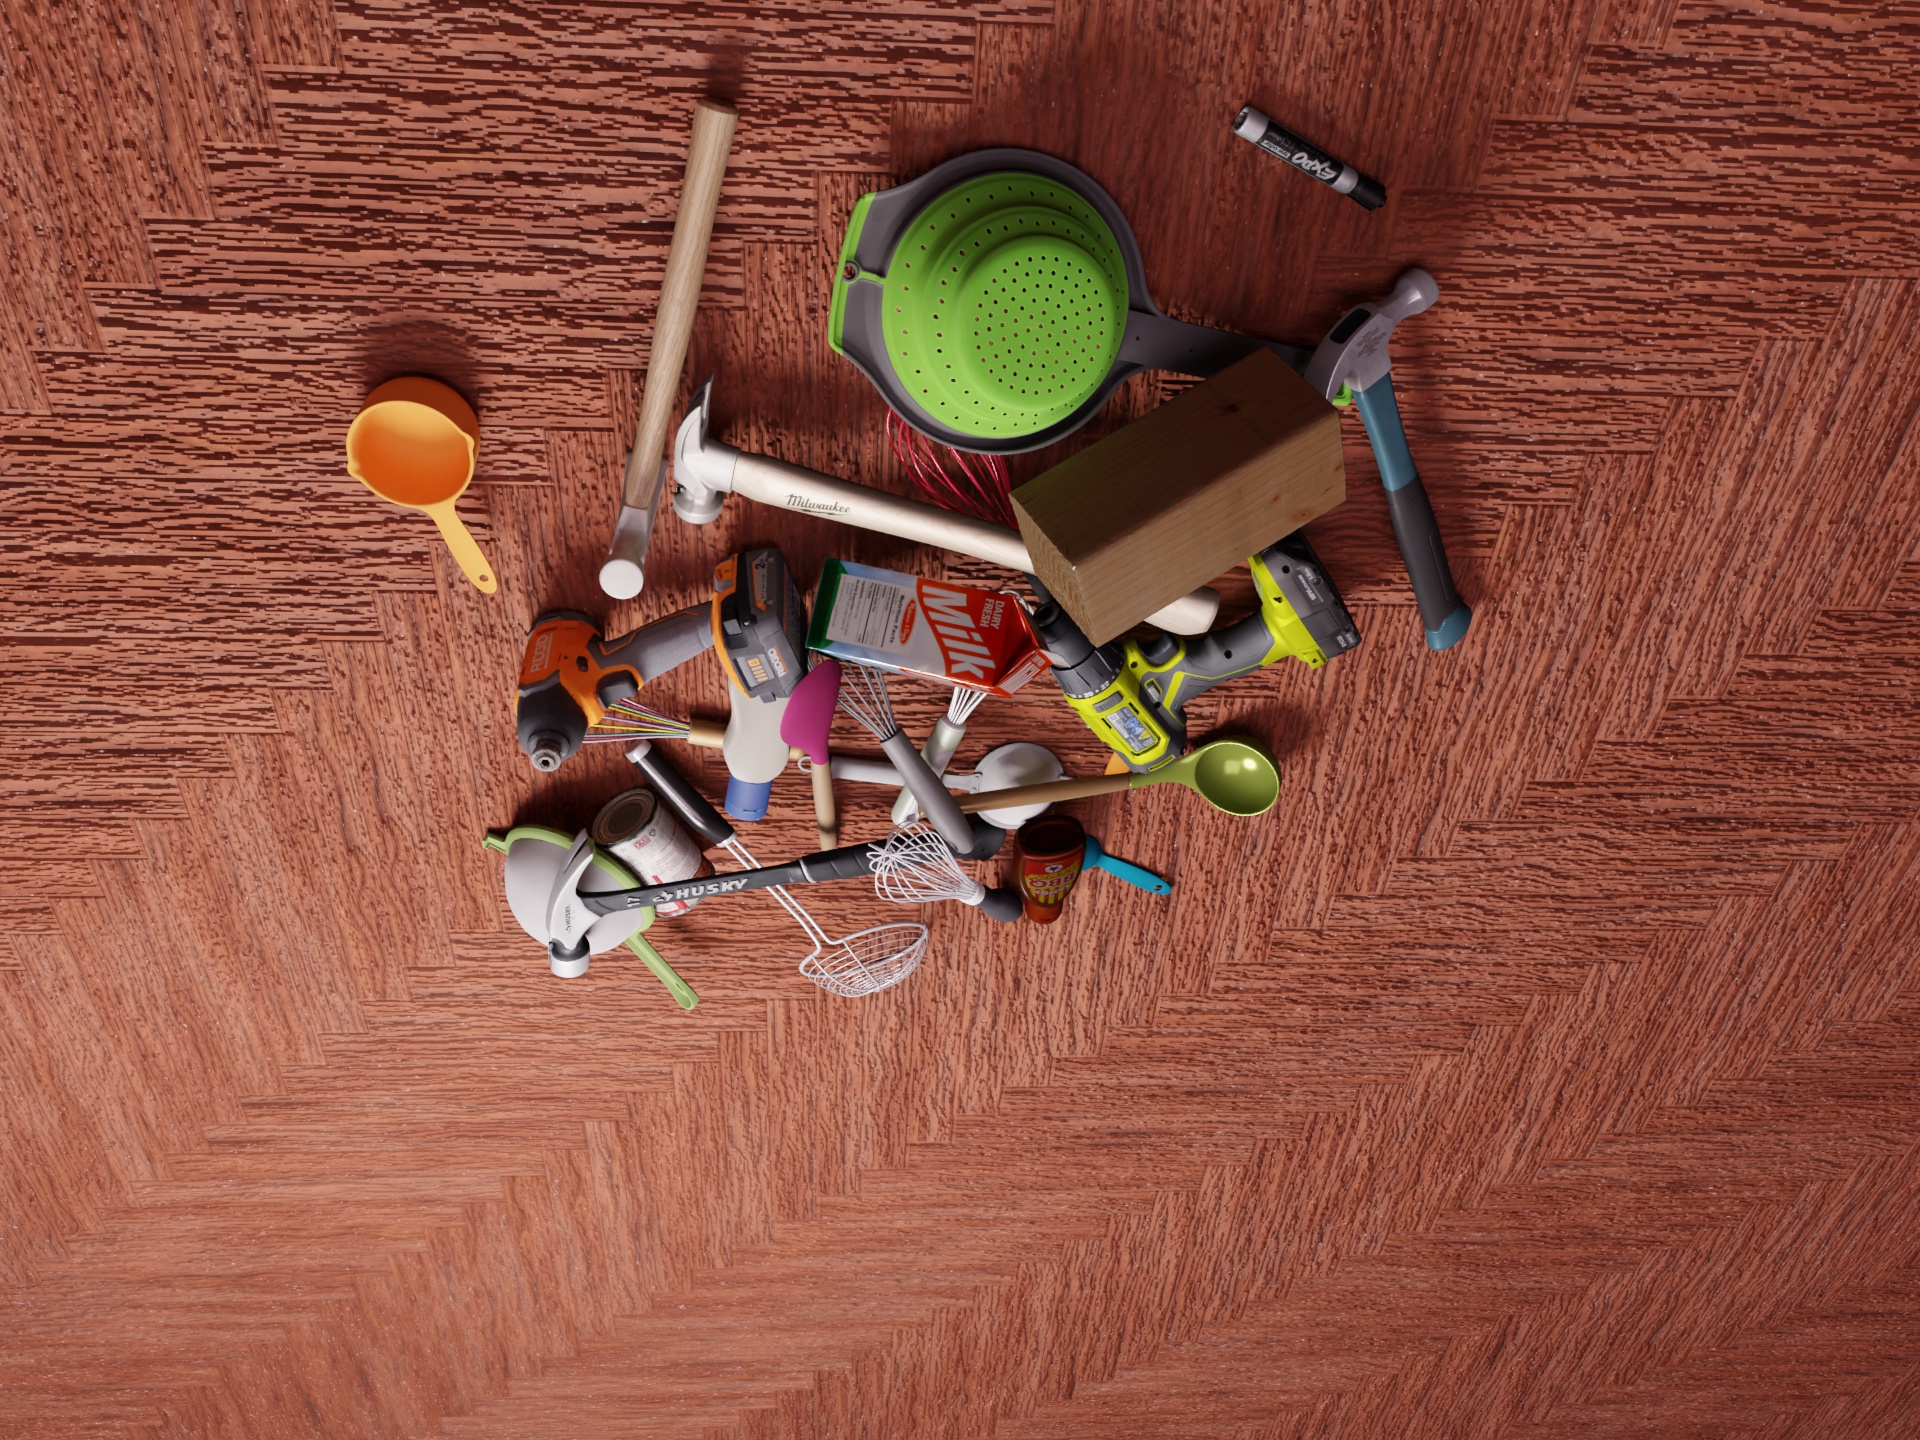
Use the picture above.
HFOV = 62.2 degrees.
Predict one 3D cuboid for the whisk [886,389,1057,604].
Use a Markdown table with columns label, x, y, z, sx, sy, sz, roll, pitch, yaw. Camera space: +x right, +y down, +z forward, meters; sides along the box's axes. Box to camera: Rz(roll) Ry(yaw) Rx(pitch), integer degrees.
| label | x | y | z | sx | sy | sz | roll | pitch | yaw |
| --- | --- | --- | --- | --- | --- | --- | --- | --- | --- |
| whisk | 0.035 | -0.150 | 1.222 | 0.073 | 0.073 | 0.295 | -26 | 133 | 17 |

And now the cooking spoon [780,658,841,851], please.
| label | x | y | z | sx | sy | sz | roll | pitch | yaw |
| --- | --- | --- | --- | --- | --- | --- | --- | --- | --- |
| cooking spoon | -0.116 | 0.043 | 1.327 | 0.017 | 0.069 | 0.318 | 38 | 156 | 17 |

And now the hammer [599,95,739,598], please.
| label | x | y | z | sx | sy | sz | roll | pitch | yaw |
| --- | --- | --- | --- | --- | --- | --- | --- | --- | --- |
| hammer | -0.199 | -0.255 | 1.090 | 0.031 | 0.130 | 0.331 | 12 | 117 | -12 |

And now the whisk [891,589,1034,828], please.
| label | x | y | z | sx | sy | sz | roll | pitch | yaw |
| --- | --- | --- | --- | --- | --- | --- | --- | --- | --- |
| whisk | -0.002 | -0.004 | 1.326 | 0.057 | 0.059 | 0.246 | 0 | 129 | -40 |

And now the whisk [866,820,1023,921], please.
| label | x | y | z | sx | sy | sz | roll | pitch | yaw |
| --- | --- | --- | --- | --- | --- | --- | --- | --- | --- |
| whisk | -0.005 | 0.147 | 1.407 | 0.070 | 0.070 | 0.284 | -25 | 155 | 16 |

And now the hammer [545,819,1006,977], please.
| label | x | y | z | sx | sy | sz | roll | pitch | yaw |
| --- | --- | --- | --- | --- | --- | --- | --- | --- | --- |
| hammer | -0.151 | 0.128 | 1.377 | 0.409 | 0.036 | 0.149 | -8 | 134 | -22 |

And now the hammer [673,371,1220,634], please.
| label | x | y | z | sx | sy | sz | roll | pitch | yaw |
| --- | --- | --- | --- | --- | --- | --- | --- | --- | --- |
| hammer | -0.006 | -0.143 | 1.156 | 0.410 | 0.038 | 0.146 | 16 | 153 | -5 |

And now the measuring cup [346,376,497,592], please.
| label | x | y | z | sx | sy | sz | roll | pitch | yaw |
| --- | --- | --- | --- | --- | --- | --- | --- | --- | --- |
| measuring cup | -0.380 | -0.173 | 1.172 | 0.095 | 0.052 | 0.173 | -13 | 132 | 7 |

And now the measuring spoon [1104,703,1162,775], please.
| label | x | y | z | sx | sy | sz | roll | pitch | yaw |
| --- | --- | --- | --- | --- | --- | --- | --- | --- | --- |
| measuring spoon | 0.151 | 0.021 | 1.401 | 0.021 | 0.011 | 0.116 | 12 | 128 | -14 |

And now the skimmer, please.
| label | x | y | z | sx | sy | sz | roll | pitch | yaw |
| --- | --- | --- | --- | --- | --- | --- | --- | --- | --- |
| skimmer | -0.169 | 0.131 | 1.460 | 0.127 | 0.090 | 0.363 | -30 | 116 | 24 |

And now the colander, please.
| label | x | y | z | sx | sy | sz | roll | pitch | yaw |
| --- | --- | --- | --- | --- | --- | --- | --- | --- | --- |
| colander | 0.115 | -0.259 | 1.080 | 0.397 | 0.095 | 0.204 | 7 | 110 | -19 |

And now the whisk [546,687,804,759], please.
| label | x | y | z | sx | sy | sz | roll | pitch | yaw |
| --- | --- | --- | --- | --- | --- | --- | --- | --- | --- |
| whisk | -0.250 | 0.004 | 1.339 | 0.245 | 0.051 | 0.047 | 10 | 123 | -16 |

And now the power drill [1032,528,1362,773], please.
| label | x | y | z | sx | sy | sz | roll | pitch | yaw |
| --- | --- | --- | --- | --- | --- | --- | --- | --- | --- |
| power drill | 0.184 | -0.069 | 1.273 | 0.228 | 0.080 | 0.190 | -30 | 130 | 17 |

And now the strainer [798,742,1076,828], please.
| label | x | y | z | sx | sy | sz | roll | pitch | yaw |
| --- | --- | --- | --- | --- | --- | --- | --- | --- | --- |
| strainer | -0.015 | 0.054 | 1.401 | 0.258 | 0.050 | 0.086 | 7 | 114 | -6 |

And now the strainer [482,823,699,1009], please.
| label | x | y | z | sx | sy | sz | roll | pitch | yaw |
| --- | --- | --- | --- | --- | --- | --- | --- | --- | --- |
| strainer | -0.326 | 0.199 | 1.435 | 0.151 | 0.069 | 0.256 | -3 | 134 | 39 |

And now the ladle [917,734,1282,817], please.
| label | x | y | z | sx | sy | sz | roll | pitch | yaw |
| --- | --- | --- | --- | --- | --- | --- | --- | --- | --- |
| ladle | 0.123 | 0.063 | 1.372 | 0.320 | 0.062 | 0.078 | -7 | 125 | -11 |

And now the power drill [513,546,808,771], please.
| label | x | y | z | sx | sy | sz | roll | pitch | yaw |
| --- | --- | --- | --- | --- | --- | --- | --- | --- | --- |
| power drill | -0.235 | -0.041 | 1.223 | 0.226 | 0.164 | 0.084 | -16 | 128 | 7 |

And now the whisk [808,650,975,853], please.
| label | x | y | z | sx | sy | sz | roll | pitch | yaw |
| --- | --- | --- | --- | --- | --- | --- | --- | --- | --- |
| whisk | -0.054 | 0.013 | 1.309 | 0.055 | 0.055 | 0.239 | -29 | 105 | 19 |

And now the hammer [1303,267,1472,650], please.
| label | x | y | z | sx | sy | sz | roll | pitch | yaw |
| --- | --- | --- | --- | --- | --- | --- | --- | --- | --- |
| hammer | 0.341 | -0.176 | 1.218 | 0.128 | 0.033 | 0.330 | -38 | 131 | -6 |

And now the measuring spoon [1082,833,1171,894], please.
| label | x | y | z | sx | sy | sz | roll | pitch | yaw |
| --- | --- | --- | --- | --- | --- | --- | --- | --- | --- |
| measuring spoon | 0.147 | 0.144 | 1.497 | 0.128 | 0.021 | 0.042 | 25 | 124 | -21 |
